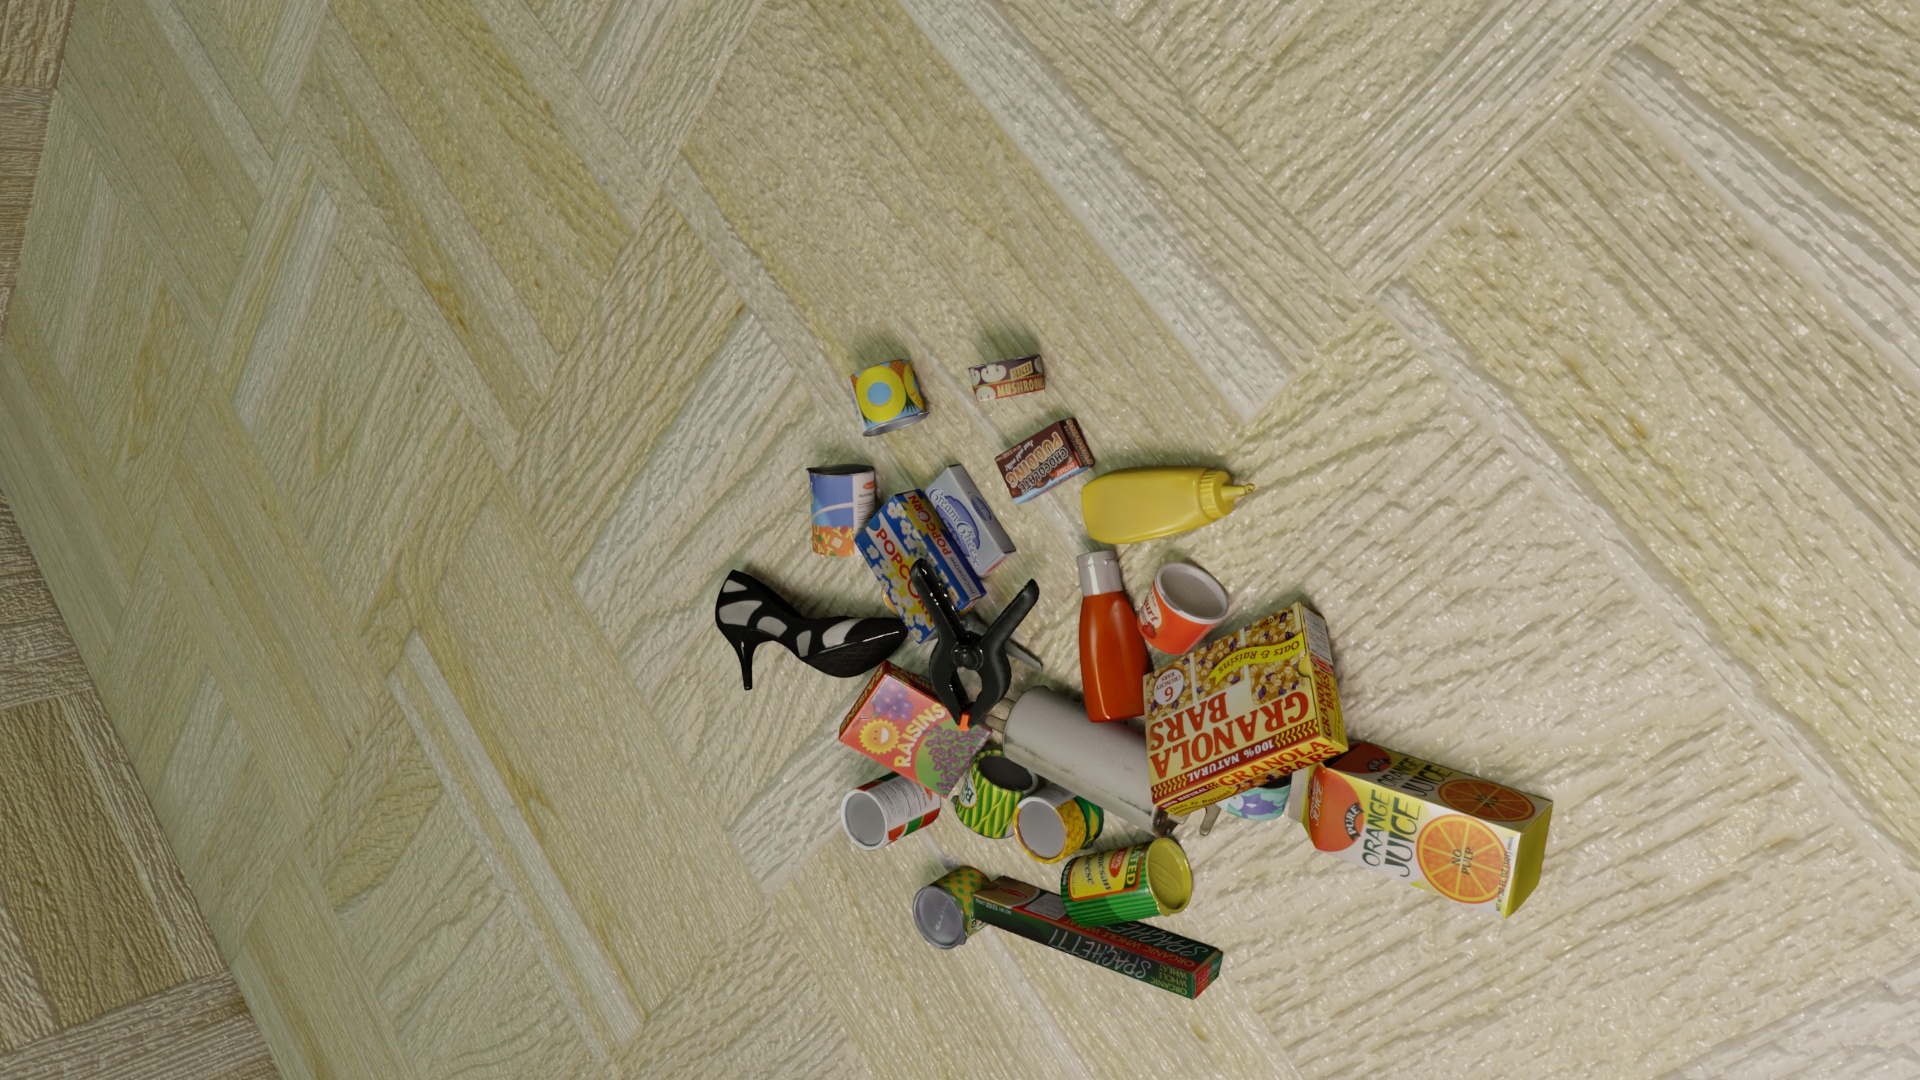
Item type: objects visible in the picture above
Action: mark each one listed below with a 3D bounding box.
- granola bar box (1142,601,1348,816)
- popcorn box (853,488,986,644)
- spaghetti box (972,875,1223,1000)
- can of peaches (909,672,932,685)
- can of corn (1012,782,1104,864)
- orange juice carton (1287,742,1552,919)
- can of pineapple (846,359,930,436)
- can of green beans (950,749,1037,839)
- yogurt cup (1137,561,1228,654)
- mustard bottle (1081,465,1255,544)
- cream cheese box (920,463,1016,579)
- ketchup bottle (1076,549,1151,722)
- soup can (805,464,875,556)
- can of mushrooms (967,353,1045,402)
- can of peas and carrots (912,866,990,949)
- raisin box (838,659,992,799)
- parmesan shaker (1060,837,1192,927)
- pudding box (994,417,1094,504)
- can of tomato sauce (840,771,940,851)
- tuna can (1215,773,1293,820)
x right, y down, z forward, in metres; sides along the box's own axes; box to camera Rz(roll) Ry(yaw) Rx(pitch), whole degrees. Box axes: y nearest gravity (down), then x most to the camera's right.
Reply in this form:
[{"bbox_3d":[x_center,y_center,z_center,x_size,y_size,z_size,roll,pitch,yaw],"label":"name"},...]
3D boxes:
[{"bbox_3d":[0.225,0.139,1.128,0.165,0.039,0.125,-32,42,35],"label":"granola bar box"},{"bbox_3d":[-0.040,0.025,1.339,0.127,0.038,0.084,57,135,13],"label":"popcorn box"},{"bbox_3d":[0.123,0.369,1.302,0.250,0.050,0.028,9,107,37],"label":"spaghetti box"},{"bbox_3d":[-0.063,0.170,1.397,0.071,0.071,0.058,22,112,34],"label":"can of peaches"},{"bbox_3d":[0.092,0.265,1.299,0.071,0.058,0.071,10,106,38],"label":"can of corn"},{"bbox_3d":[0.344,0.214,1.074,0.193,0.073,0.071,15,109,36],"label":"orange juice carton"},{"bbox_3d":[-0.070,-0.138,1.340,0.071,0.071,0.058,-20,87,40],"label":"can of pineapple"},{"bbox_3d":[0.035,0.243,1.336,0.071,0.071,0.057,36,120,28],"label":"can of green beans"},{"bbox_3d":[0.185,0.060,1.177,0.072,0.073,0.053,46,132,22],"label":"yogurt cup"},{"bbox_3d":[0.179,-0.034,1.171,0.160,0.049,0.065,-6,96,39],"label":"mustard bottle"},{"bbox_3d":[0.005,-0.017,1.332,0.053,0.024,0.104,-43,73,36],"label":"cream cheese box"},{"bbox_3d":[0.132,0.084,1.228,0.043,0.065,0.149,-18,79,57],"label":"ketchup bottle"},{"bbox_3d":[-0.121,-0.031,1.403,0.071,0.071,0.083,8,105,38],"label":"soup can"},{"bbox_3d":[0.043,-0.146,1.244,0.071,0.071,0.033,-6,97,40],"label":"can of mushrooms"},{"bbox_3d":[-0.003,0.371,1.399,0.071,0.059,0.070,10,106,37],"label":"can of peas and carrots"},{"bbox_3d":[-0.044,0.183,1.347,0.123,0.040,0.086,31,104,-13],"label":"raisin box"},{"bbox_3d":[0.148,0.313,1.255,0.102,0.071,0.071,-24,84,39],"label":"parmesan shaker"},{"bbox_3d":[0.076,-0.071,1.258,0.083,0.030,0.049,-28,82,39],"label":"pudding box"},{"bbox_3d":[-0.072,0.274,1.418,0.071,0.083,0.071,9,105,37],"label":"can of tomato sauce"},{"bbox_3d":[0.244,0.203,1.160,0.071,0.071,0.032,24,115,33],"label":"tuna can"}]
